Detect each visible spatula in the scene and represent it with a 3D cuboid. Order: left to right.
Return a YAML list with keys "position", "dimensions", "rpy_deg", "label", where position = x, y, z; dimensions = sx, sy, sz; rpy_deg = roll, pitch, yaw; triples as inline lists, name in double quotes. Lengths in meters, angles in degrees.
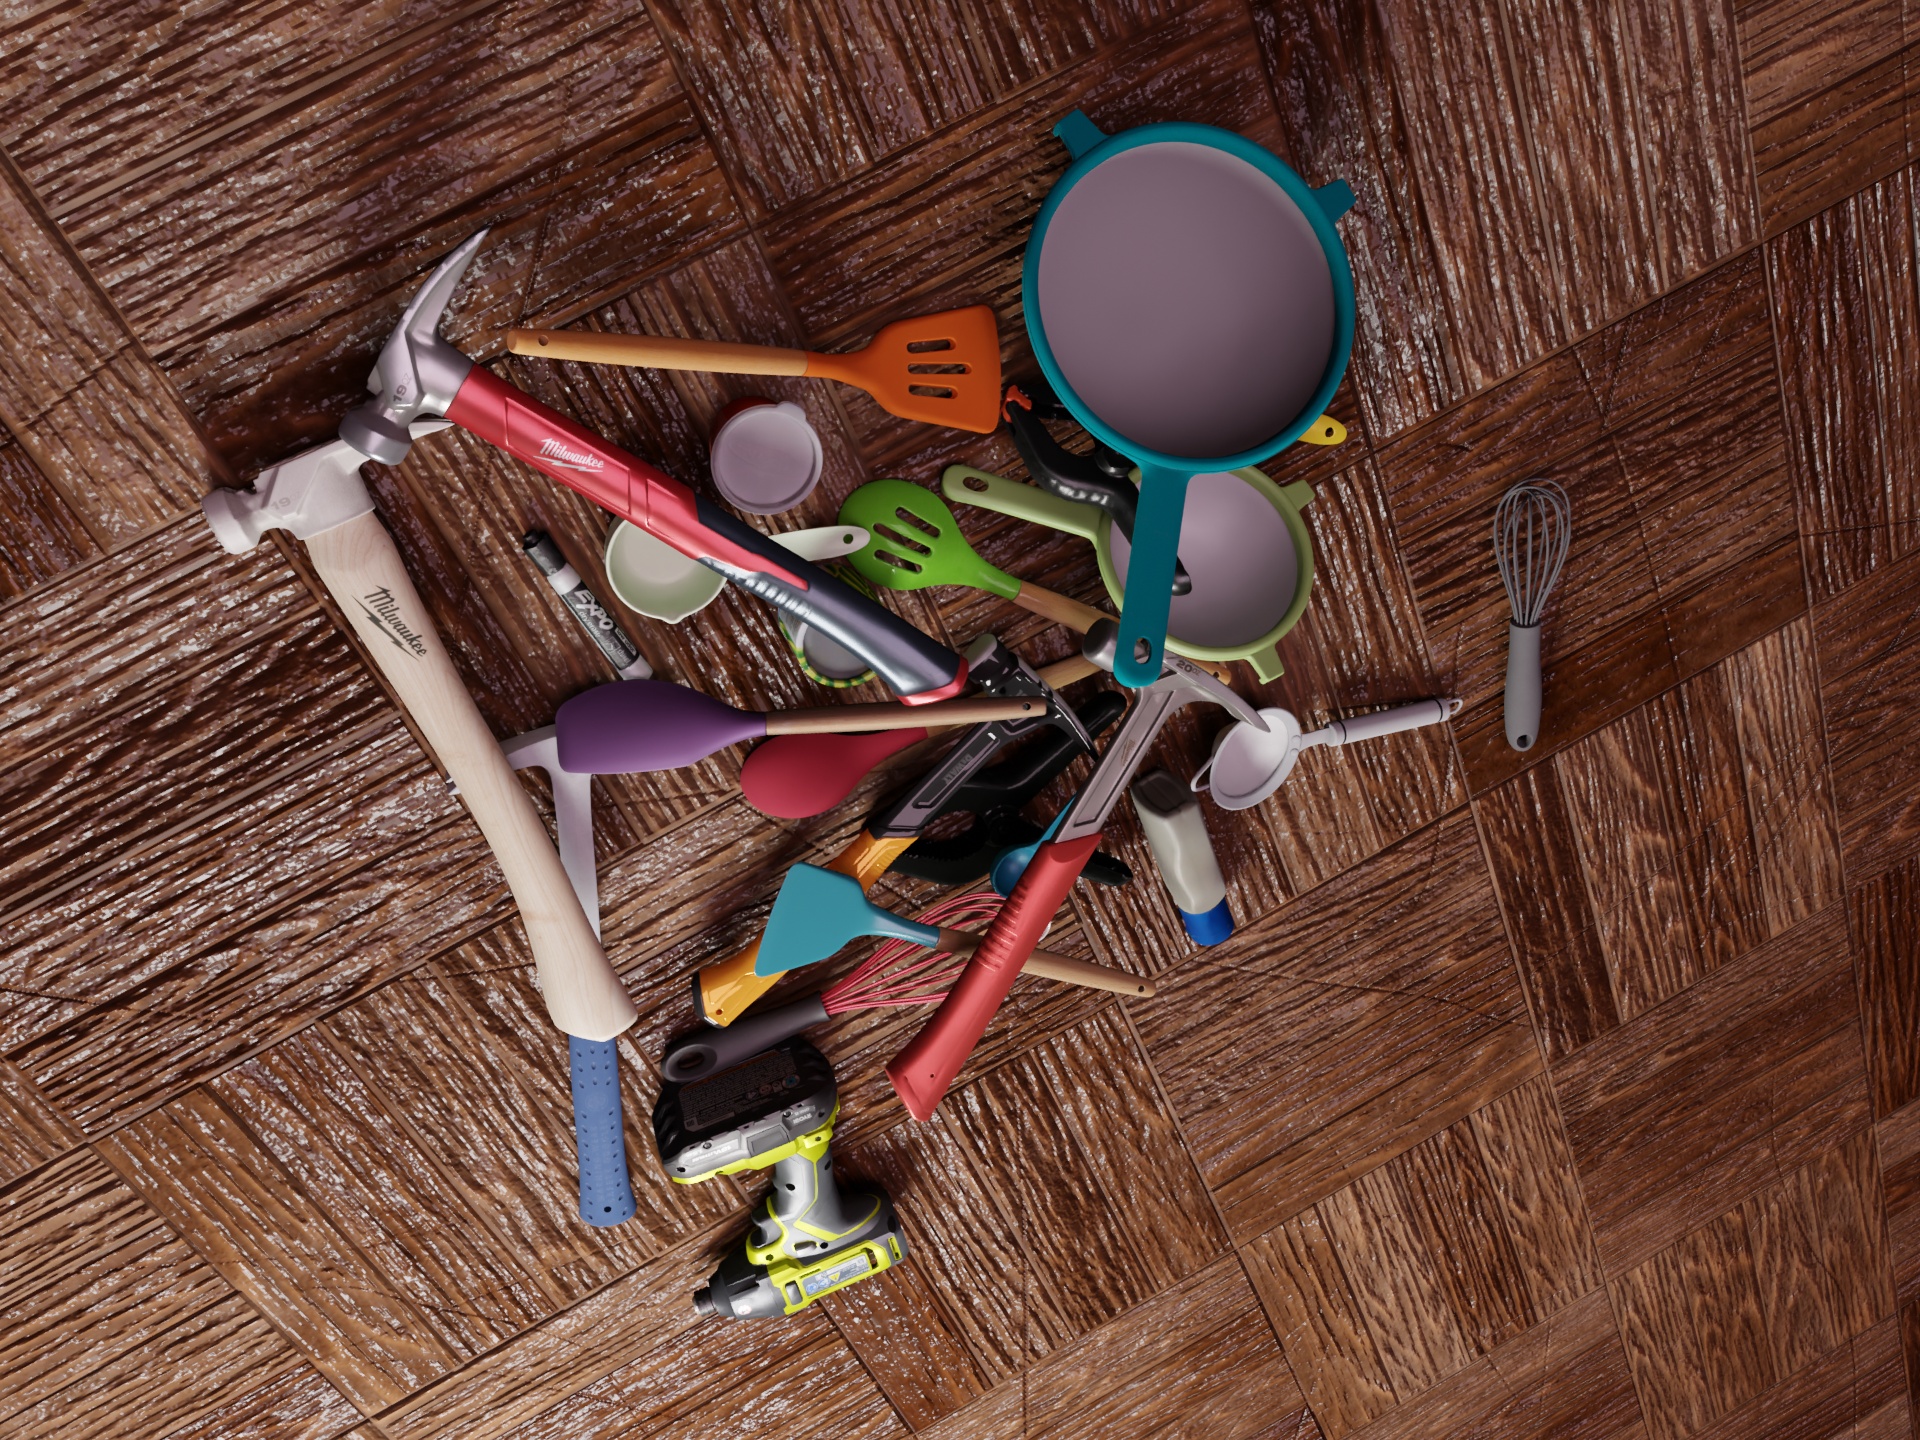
- position: [-0.106, -0.210, 0.918]
  dimensions: [0.322, 0.041, 0.081]
  rpy_deg: [-7, 98, -42]
  label: "spatula"
- position: [-0.100, -0.002, 1.028]
  dimensions: [0.316, 0.018, 0.060]
  rpy_deg: [-3, 89, -7]
  label: "spatula"
- position: [0.008, 0.162, 1.105]
  dimensions: [0.317, 0.044, 0.082]
  rpy_deg: [16, 99, -24]
  label: "spatula"

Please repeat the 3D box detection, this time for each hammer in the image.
- position: [-0.291, 0.020, 0.978]
  dimensions: [0.146, 0.038, 0.410]
  rpy_deg: [-26, 111, -8]
  label: "hammer"
- position: [-0.265, 0.187, 1.106]
  dimensions: [0.144, 0.035, 0.405]
  rpy_deg: [-6, 117, -17]
  label: "hammer"
- position: [-0.148, -0.127, 0.930]
  dimensions: [0.386, 0.038, 0.143]
  rpy_deg: [30, 104, -22]
  label: "hammer"
- position: [-0.056, 0.096, 1.101]
  dimensions: [0.337, 0.034, 0.127]
  rpy_deg: [-44, 114, 8]
  label: "hammer"
- position: [0.064, 0.115, 1.080]
  dimensions: [0.149, 0.037, 0.359]
  rpy_deg: [29, 94, -26]
  label: "hammer"

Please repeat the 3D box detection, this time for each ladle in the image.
- position: [-0.002, -0.004, 1.113]
  dimensions: [0.315, 0.031, 0.069]
  rpy_deg: [-22, 123, -10]
  label: "ladle"

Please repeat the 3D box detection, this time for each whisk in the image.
- position: [-0.082, 0.200, 1.166]
  dimensions: [0.296, 0.073, 0.073]
  rpy_deg: [-22, 120, -1]
  label: "whisk"
- position: [0.437, -0.076, 1.220]
  dimensions: [0.055, 0.055, 0.238]
  rpy_deg: [-17, 124, -11]
  label: "whisk"

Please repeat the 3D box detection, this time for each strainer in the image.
- position: [0.106, -0.117, 1.072]
  dimensions: [0.256, 0.069, 0.152]
  rpy_deg: [15, 70, -5]
  label: "strainer"
- position: [0.119, -0.187, 0.981]
  dimensions: [0.211, 0.095, 0.340]
  rpy_deg: [9, 87, -14]
  label: "strainer"
- position: [0.276, 0.012, 1.209]
  dimensions: [0.258, 0.050, 0.086]
  rpy_deg: [-11, 124, -20]
  label: "strainer"

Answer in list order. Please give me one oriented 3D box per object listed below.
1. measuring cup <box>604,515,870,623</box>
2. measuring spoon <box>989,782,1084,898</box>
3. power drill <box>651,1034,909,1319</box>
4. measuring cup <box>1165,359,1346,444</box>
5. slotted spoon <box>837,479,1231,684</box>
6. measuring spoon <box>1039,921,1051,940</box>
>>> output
- position: [-0.142, -0.112, 1.004]
  dimensions: [0.167, 0.038, 0.083]
  rpy_deg: [-9, 117, -17]
  label: "measuring cup"
- position: [0.066, 0.073, 1.138]
  dimensions: [0.128, 0.021, 0.042]
  rpy_deg: [-47, 127, -4]
  label: "measuring spoon"
- position: [-0.145, 0.361, 1.211]
  dimensions: [0.171, 0.080, 0.223]
  rpy_deg: [-20, 123, -9]
  label: "power drill"
- position: [0.201, -0.207, 1.080]
  dimensions: [0.156, 0.029, 0.062]
  rpy_deg: [9, 112, -20]
  label: "measuring cup"
- position: [0.060, -0.082, 1.084]
  dimensions: [0.313, 0.031, 0.070]
  rpy_deg: [21, 102, -24]
  label: "slotted spoon"
- position: [0.023, 0.186, 1.222]
  dimensions: [0.034, 0.018, 0.124]
  rpy_deg: [30, 109, -30]
  label: "measuring spoon"
